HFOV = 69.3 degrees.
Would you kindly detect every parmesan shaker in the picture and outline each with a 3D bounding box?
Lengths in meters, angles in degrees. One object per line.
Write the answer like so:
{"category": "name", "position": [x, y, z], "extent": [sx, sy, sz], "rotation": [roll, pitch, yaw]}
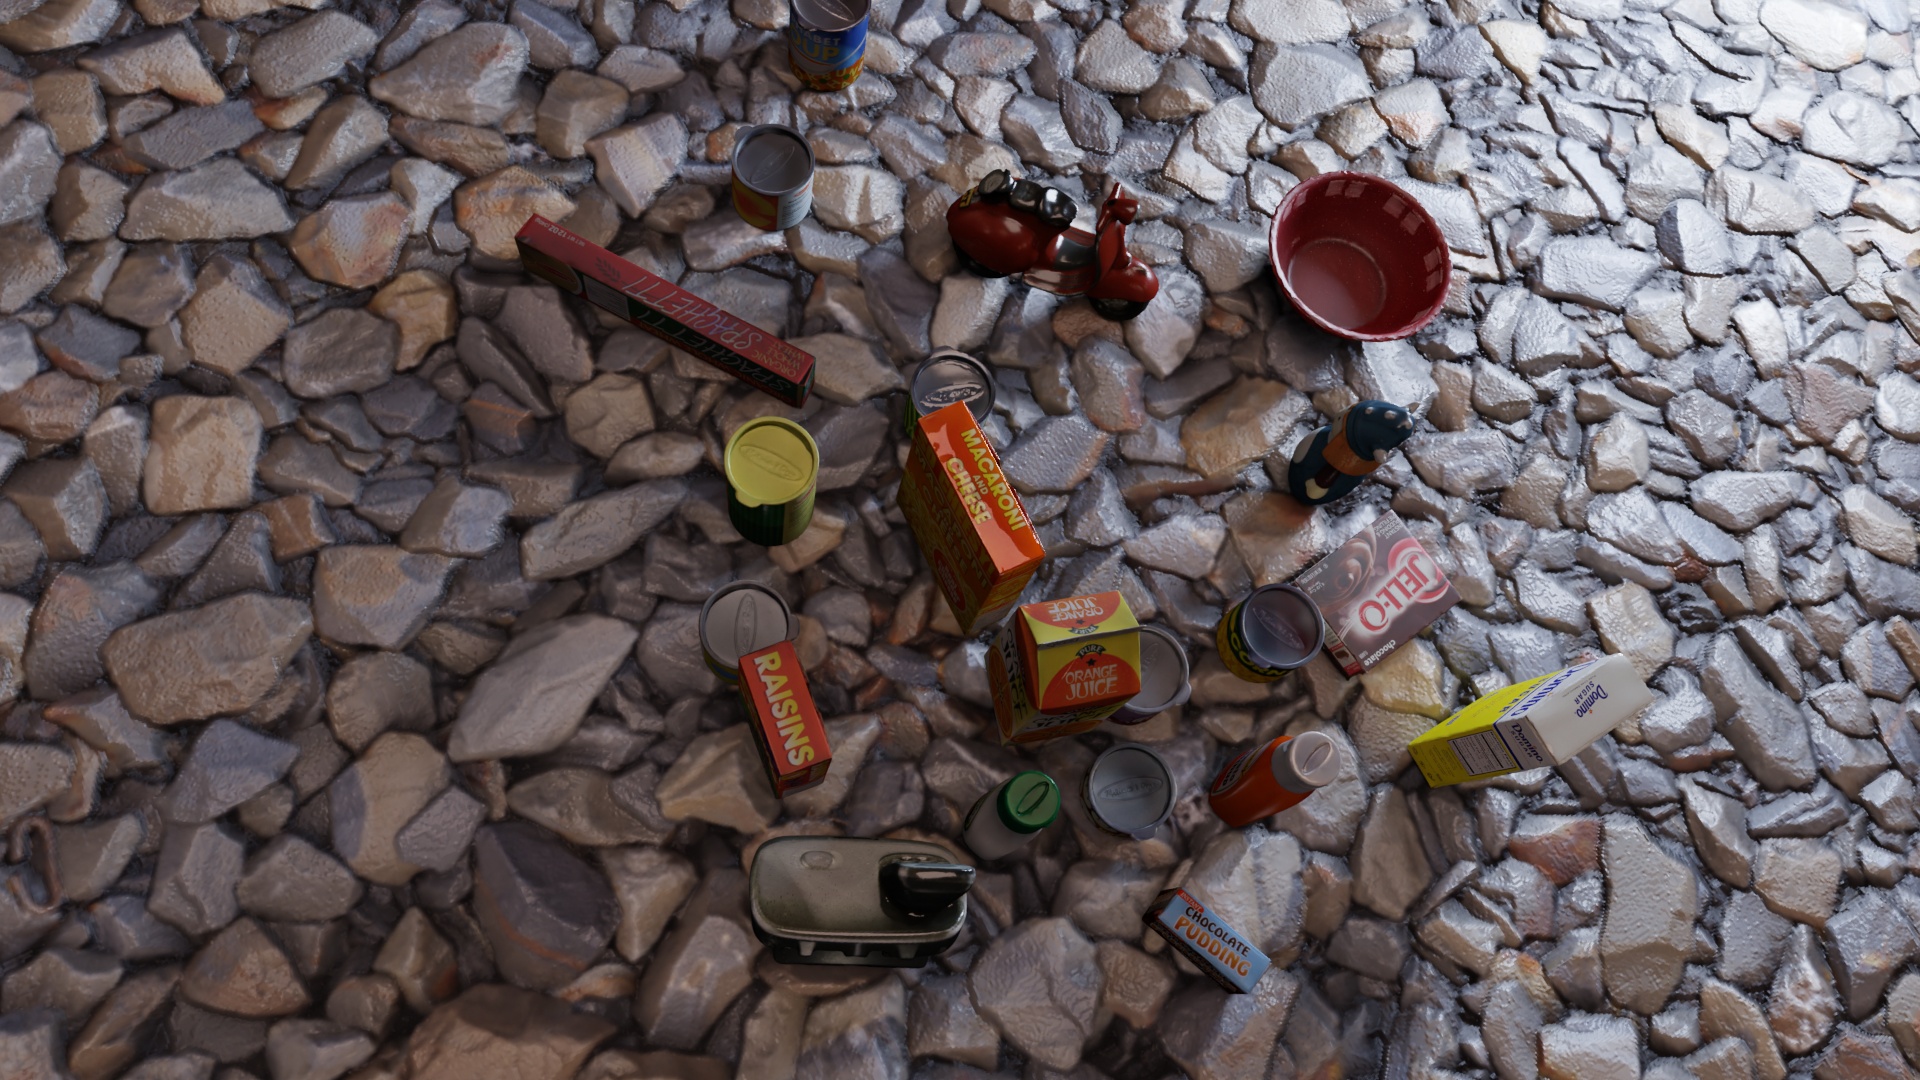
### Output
{"category": "parmesan shaker", "position": [-0.141, -0.039, 1.018], "extent": [0.071, 0.102, 0.071], "rotation": [3, 72, -8]}

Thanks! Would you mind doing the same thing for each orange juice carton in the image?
{"category": "orange juice carton", "position": [0.071, 0.087, 0.961], "extent": [0.072, 0.192, 0.073], "rotation": [-8, 74, -11]}

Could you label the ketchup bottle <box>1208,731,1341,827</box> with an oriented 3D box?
{"category": "ketchup bottle", "position": [0.224, 0.166, 0.981], "extent": [0.043, 0.148, 0.065], "rotation": [44, 71, 7]}

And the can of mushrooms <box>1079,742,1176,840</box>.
{"category": "can of mushrooms", "position": [0.123, 0.186, 1.020], "extent": [0.071, 0.033, 0.071], "rotation": [3, 72, -8]}

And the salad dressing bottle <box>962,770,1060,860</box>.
{"category": "salad dressing bottle", "position": [0.036, 0.185, 0.947], "extent": [0.044, 0.147, 0.064], "rotation": [45, 72, 7]}

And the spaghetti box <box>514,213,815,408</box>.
{"category": "spaghetti box", "position": [-0.227, -0.177, 1.079], "extent": [0.250, 0.050, 0.029], "rotation": [27, 70, 1]}

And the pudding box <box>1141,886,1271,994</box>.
{"category": "pudding box", "position": [0.174, 0.284, 0.987], "extent": [0.084, 0.049, 0.030], "rotation": [40, 71, 5]}

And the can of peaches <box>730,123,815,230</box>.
{"category": "can of peaches", "position": [-0.154, -0.295, 1.126], "extent": [0.071, 0.058, 0.071], "rotation": [3, 72, -8]}

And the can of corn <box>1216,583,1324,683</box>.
{"category": "can of corn", "position": [0.234, 0.074, 1.061], "extent": [0.071, 0.058, 0.071], "rotation": [3, 72, -8]}

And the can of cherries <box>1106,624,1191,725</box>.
{"category": "can of cherries", "position": [0.132, 0.104, 1.036], "extent": [0.071, 0.058, 0.071], "rotation": [3, 72, -8]}

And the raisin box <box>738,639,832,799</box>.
{"category": "raisin box", "position": [-0.121, 0.126, 0.956], "extent": [0.040, 0.123, 0.086], "rotation": [-18, 76, -14]}

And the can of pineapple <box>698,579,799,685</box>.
{"category": "can of pineapple", "position": [-0.154, 0.069, 1.005], "extent": [0.071, 0.057, 0.071], "rotation": [3, 72, -8]}

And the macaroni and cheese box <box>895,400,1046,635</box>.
{"category": "macaroni and cheese box", "position": [0.004, -0.013, 0.998], "extent": [0.040, 0.166, 0.124], "rotation": [-24, 77, -15]}

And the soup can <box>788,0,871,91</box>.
{"category": "soup can", "position": [-0.112, -0.426, 1.162], "extent": [0.071, 0.083, 0.071], "rotation": [3, 72, -8]}

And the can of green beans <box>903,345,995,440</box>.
{"category": "can of green beans", "position": [-0.009, -0.106, 1.085], "extent": [0.071, 0.057, 0.071], "rotation": [3, 72, -8]}
